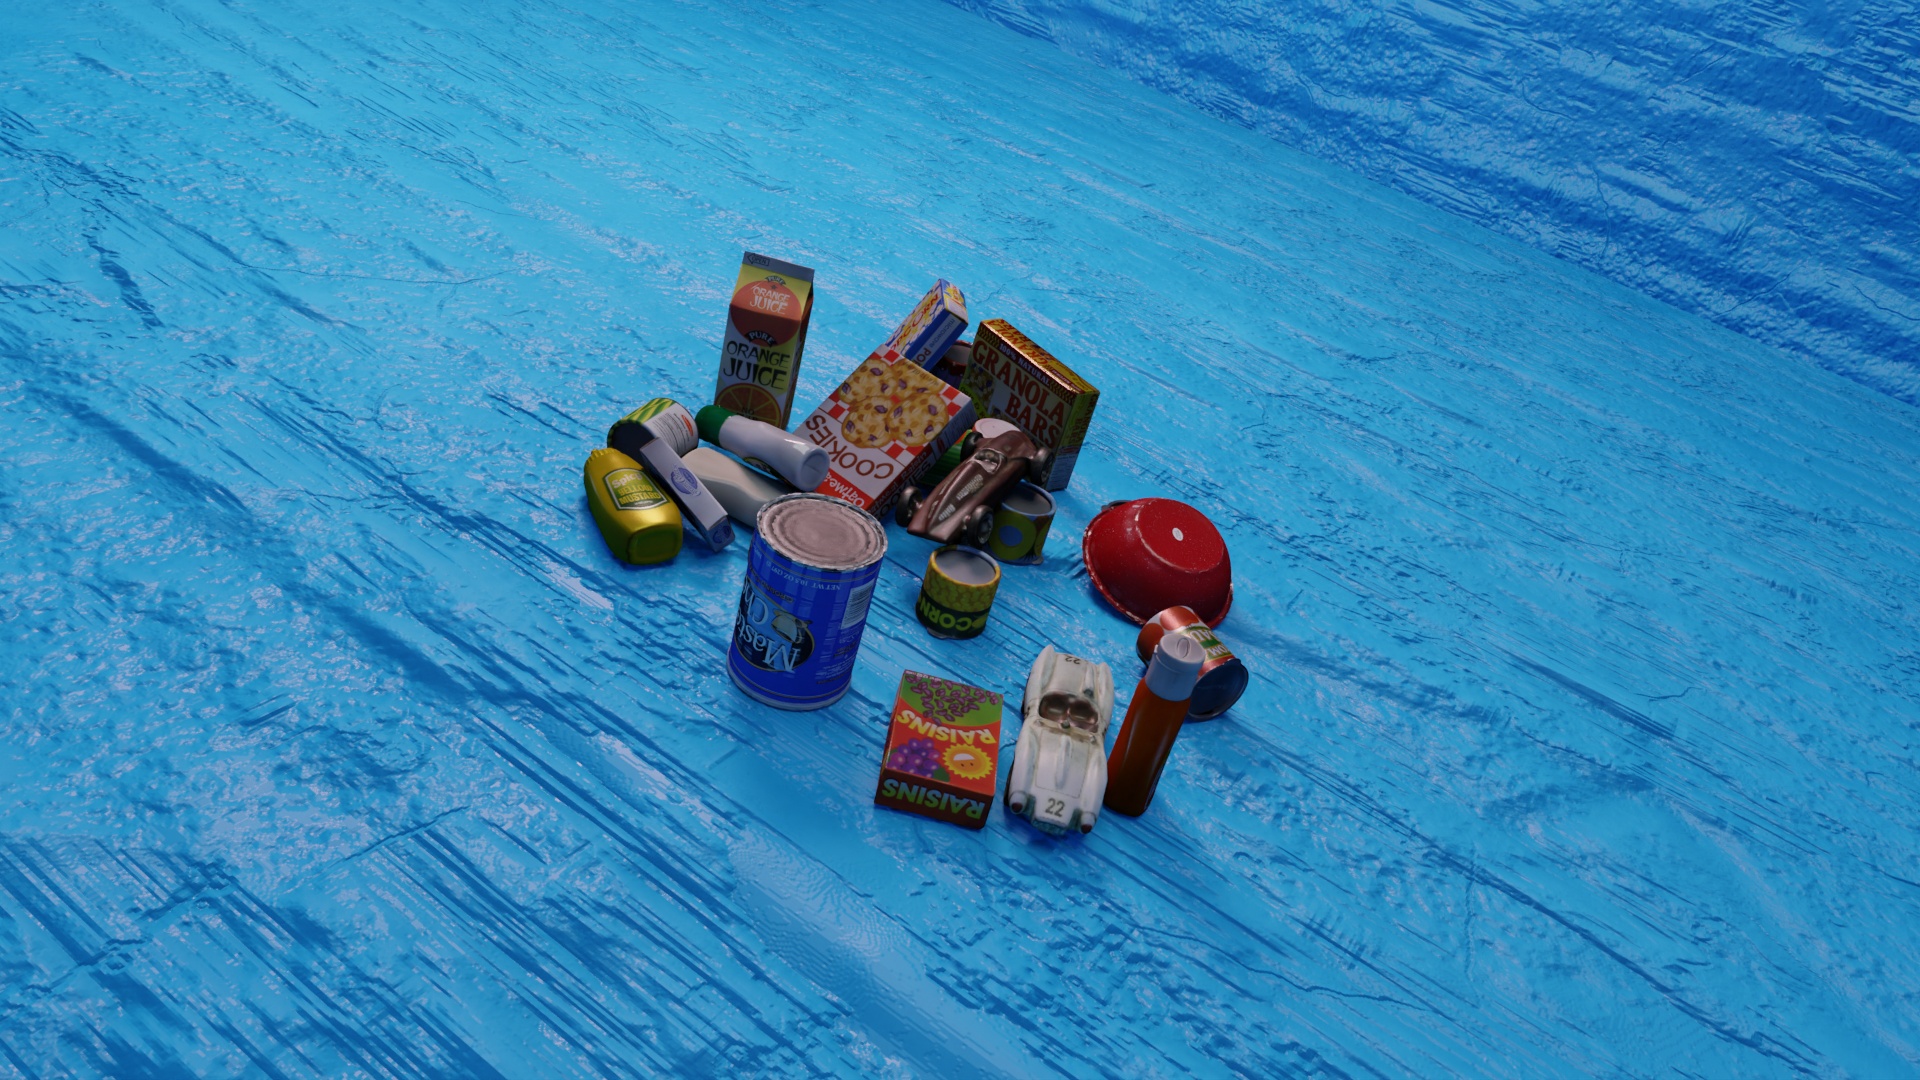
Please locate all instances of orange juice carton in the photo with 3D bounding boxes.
[{"bbox_3d":[-0.196,-0.191,1.382,0.072,0.191,0.073,14,31,-3],"label":"orange juice carton"}]

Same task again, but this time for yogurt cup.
[{"bbox_3d":[0.034,-0.093,1.470,0.072,0.053,0.073,13,32,-8],"label":"yogurt cup"}]

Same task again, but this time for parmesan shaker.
[{"bbox_3d":[-0.046,-0.092,1.416,0.103,0.071,0.072,13,32,-7],"label":"parmesan shaker"}]

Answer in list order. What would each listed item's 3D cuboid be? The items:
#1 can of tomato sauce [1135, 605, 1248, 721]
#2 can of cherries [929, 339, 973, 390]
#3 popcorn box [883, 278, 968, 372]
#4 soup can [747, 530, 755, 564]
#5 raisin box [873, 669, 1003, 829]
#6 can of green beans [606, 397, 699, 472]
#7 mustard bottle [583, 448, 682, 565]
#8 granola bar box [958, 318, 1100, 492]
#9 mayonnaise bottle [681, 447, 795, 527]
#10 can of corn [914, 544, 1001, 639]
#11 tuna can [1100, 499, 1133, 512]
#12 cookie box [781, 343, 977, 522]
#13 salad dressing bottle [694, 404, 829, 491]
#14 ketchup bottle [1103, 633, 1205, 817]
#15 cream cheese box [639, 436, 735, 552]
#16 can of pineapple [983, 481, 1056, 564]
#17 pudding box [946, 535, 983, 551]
[{"bbox_3d":[0.203,0.106,1.225,0.071,0.070,0.083,-4,37,-30],"label":"can of tomato sauce"},{"bbox_3d":[-0.001,-0.191,1.601,0.071,0.058,0.072,12,32,-7],"label":"can of cherries"},{"bbox_3d":[-0.045,-0.226,1.570,0.038,0.126,0.085,33,25,-24],"label":"popcorn box"},{"bbox_3d":[-0.136,0.013,1.216,0.084,0.071,0.072,22,32,10],"label":"soup can"},{"bbox_3d":[-0.015,0.159,1.069,0.086,0.039,0.124,15,30,-4],"label":"raisin box"},{"bbox_3d":[-0.289,-0.094,1.306,0.071,0.071,0.058,24,33,12],"label":"can of green beans"},{"bbox_3d":[-0.301,-0.041,1.234,0.065,0.048,0.161,-11,41,-33],"label":"mustard bottle"},{"bbox_3d":[0.067,-0.147,1.503,0.039,0.123,0.166,-11,41,-40],"label":"granola bar box"},{"bbox_3d":[-0.191,-0.038,1.291,0.148,0.041,0.065,25,26,11],"label":"mayonnaise bottle"},{"bbox_3d":[-0.003,0.046,1.232,0.071,0.058,0.071,12,32,-7],"label":"can of corn"},{"bbox_3d":[0.174,-0.011,1.428,0.071,0.032,0.071,12,32,-8],"label":"tuna can"},{"bbox_3d":[-0.085,-0.098,1.350,0.123,0.040,0.168,35,73,27],"label":"cookie box"},{"bbox_3d":[-0.190,-0.090,1.312,0.148,0.044,0.064,24,-3,33],"label":"salad dressing bottle"},{"bbox_3d":[0.148,0.140,1.072,0.043,0.148,0.065,19,31,5],"label":"ketchup bottle"},{"bbox_3d":[-0.242,-0.041,1.235,0.024,0.053,0.104,-38,72,-15],"label":"cream cheese box"},{"bbox_3d":[0.057,-0.018,1.360,0.071,0.057,0.071,13,32,-8],"label":"can of pineapple"},{"bbox_3d":[0.005,-0.017,1.341,0.030,0.049,0.084,9,33,-10],"label":"pudding box"}]
